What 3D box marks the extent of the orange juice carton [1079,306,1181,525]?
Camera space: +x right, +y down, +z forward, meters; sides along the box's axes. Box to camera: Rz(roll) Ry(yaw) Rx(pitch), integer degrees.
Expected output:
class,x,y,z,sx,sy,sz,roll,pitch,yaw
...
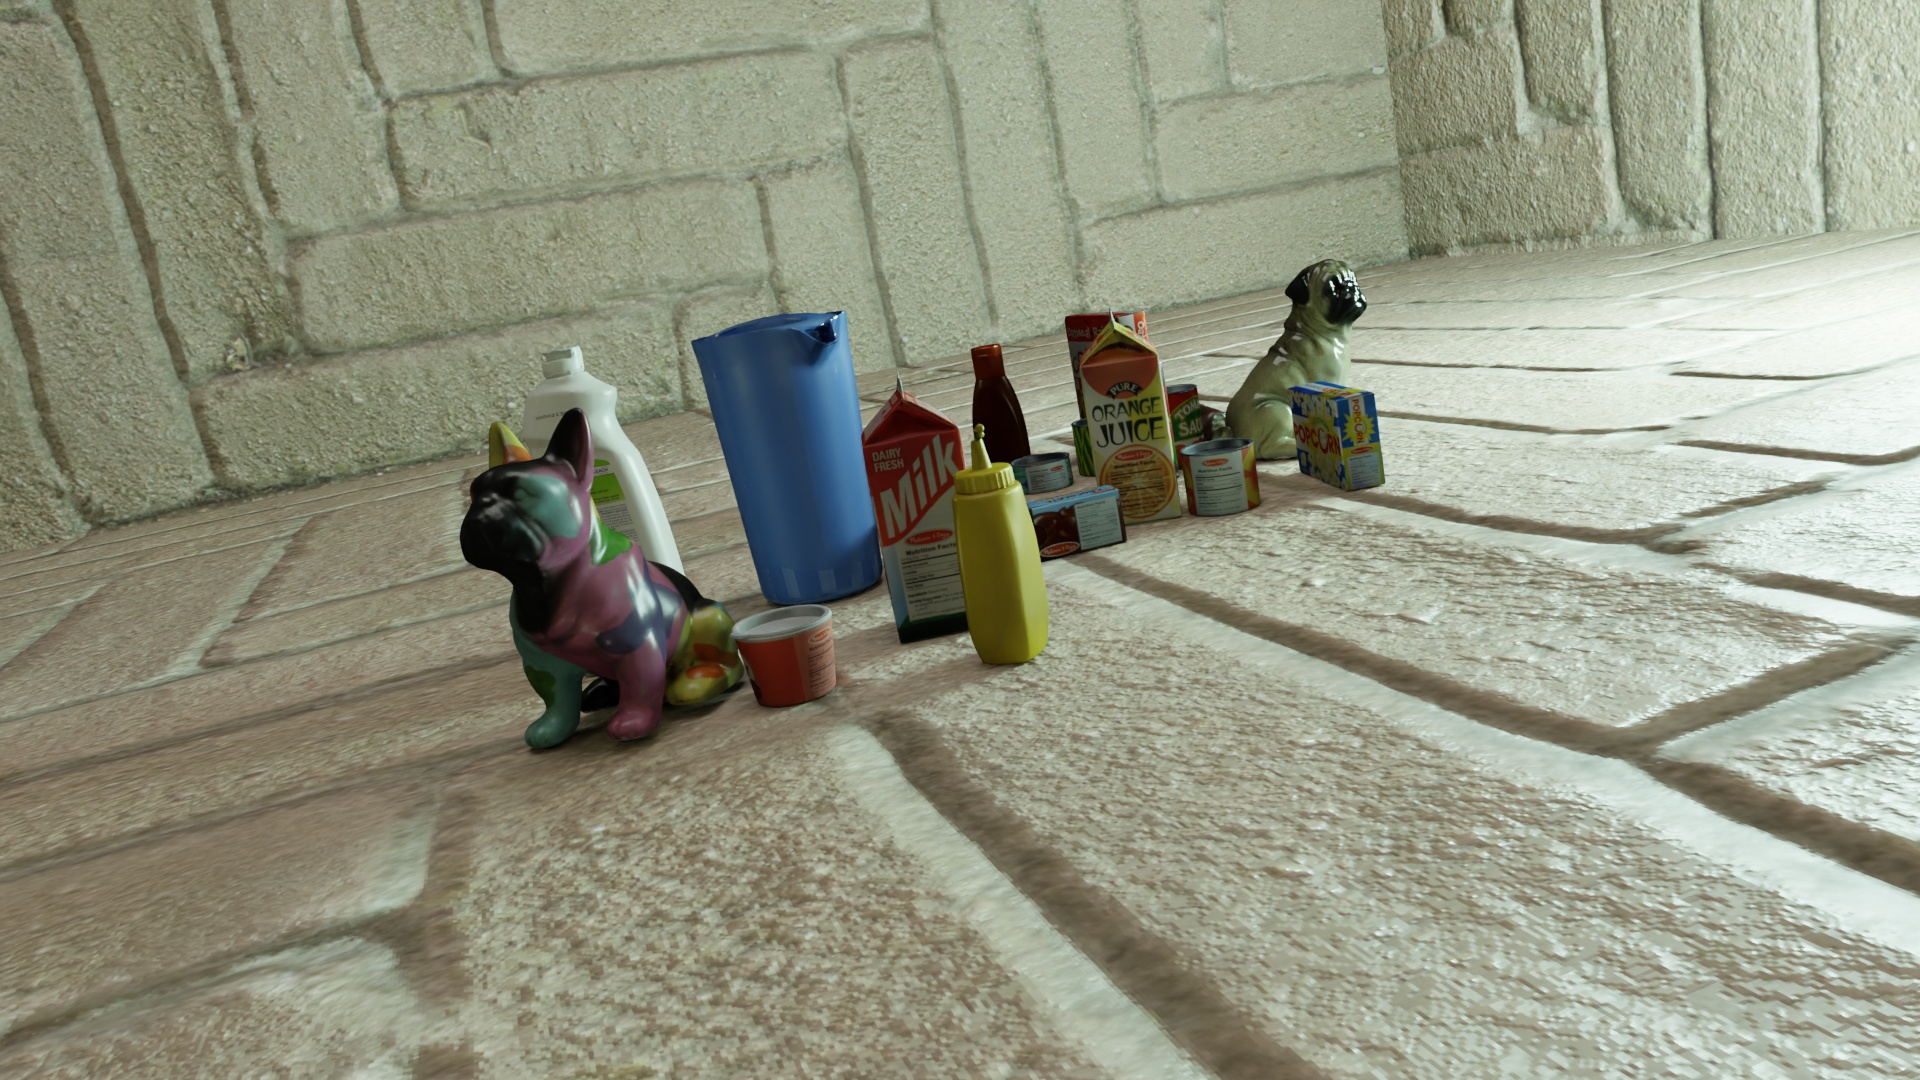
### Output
class,x,y,z,sx,sy,sz,roll,pitch,yaw
orange juice carton,0.152,-0.115,1.268,0.073,0.192,0.072,-9,12,8

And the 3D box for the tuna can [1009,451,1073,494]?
class,x,y,z,sx,sy,sz,roll,pitch,yaw
tuna can,0.087,-0.073,1.505,0.071,0.032,0.071,-10,12,2

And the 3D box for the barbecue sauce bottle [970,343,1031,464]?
class,x,y,z,sx,sy,sz,roll,pitch,yaw
barbecue sauce bottle,0.042,-0.159,1.657,0.065,0.148,0.044,-6,13,21

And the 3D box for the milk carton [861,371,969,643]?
class,x,y,z,sx,sy,sz,roll,pitch,yaw
milk carton,-0.029,-0.029,1.029,0.073,0.190,0.072,-11,12,-3

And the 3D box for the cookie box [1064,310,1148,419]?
class,x,y,z,sx,sy,sz,roll,pitch,yaw
cookie box,0.175,-0.178,1.589,0.040,0.167,0.123,-15,13,-22

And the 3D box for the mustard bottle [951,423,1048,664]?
class,x,y,z,sx,sy,sz,roll,pitch,yaw
mustard bottle,0.023,0.000,0.926,0.049,0.159,0.065,-6,13,20

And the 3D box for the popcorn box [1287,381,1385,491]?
class,x,y,z,sx,sy,sz,roll,pitch,yaw
popcorn box,0.346,-0.098,1.284,0.038,0.085,0.127,-11,12,-4

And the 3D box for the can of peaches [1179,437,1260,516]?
class,x,y,z,sx,sy,sz,roll,pitch,yaw
can of peaches,0.235,-0.058,1.255,0.071,0.058,0.071,-10,12,2

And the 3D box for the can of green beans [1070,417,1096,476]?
class,x,y,z,sx,sy,sz,roll,pitch,yaw
can of green beans,0.159,-0.106,1.535,0.071,0.057,0.071,-10,12,2

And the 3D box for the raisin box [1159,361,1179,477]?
class,x,y,z,sx,sy,sz,roll,pitch,yaw
raisin box,0.173,-0.114,1.404,0.086,0.123,0.040,-20,15,-39

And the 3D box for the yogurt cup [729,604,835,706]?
class,x,y,z,sx,sy,sz,roll,pitch,yaw
yogurt cup,-0.116,0.078,0.937,0.072,0.053,0.072,-10,12,2

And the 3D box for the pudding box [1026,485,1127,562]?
class,x,y,z,sx,sy,sz,roll,pitch,yaw
pudding box,0.097,-0.015,1.195,0.084,0.049,0.030,-13,12,-13

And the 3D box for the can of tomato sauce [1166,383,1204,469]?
class,x,y,z,sx,sy,sz,roll,pitch,yaw
can of tomato sauce,0.228,-0.121,1.488,0.071,0.083,0.071,-10,12,2
